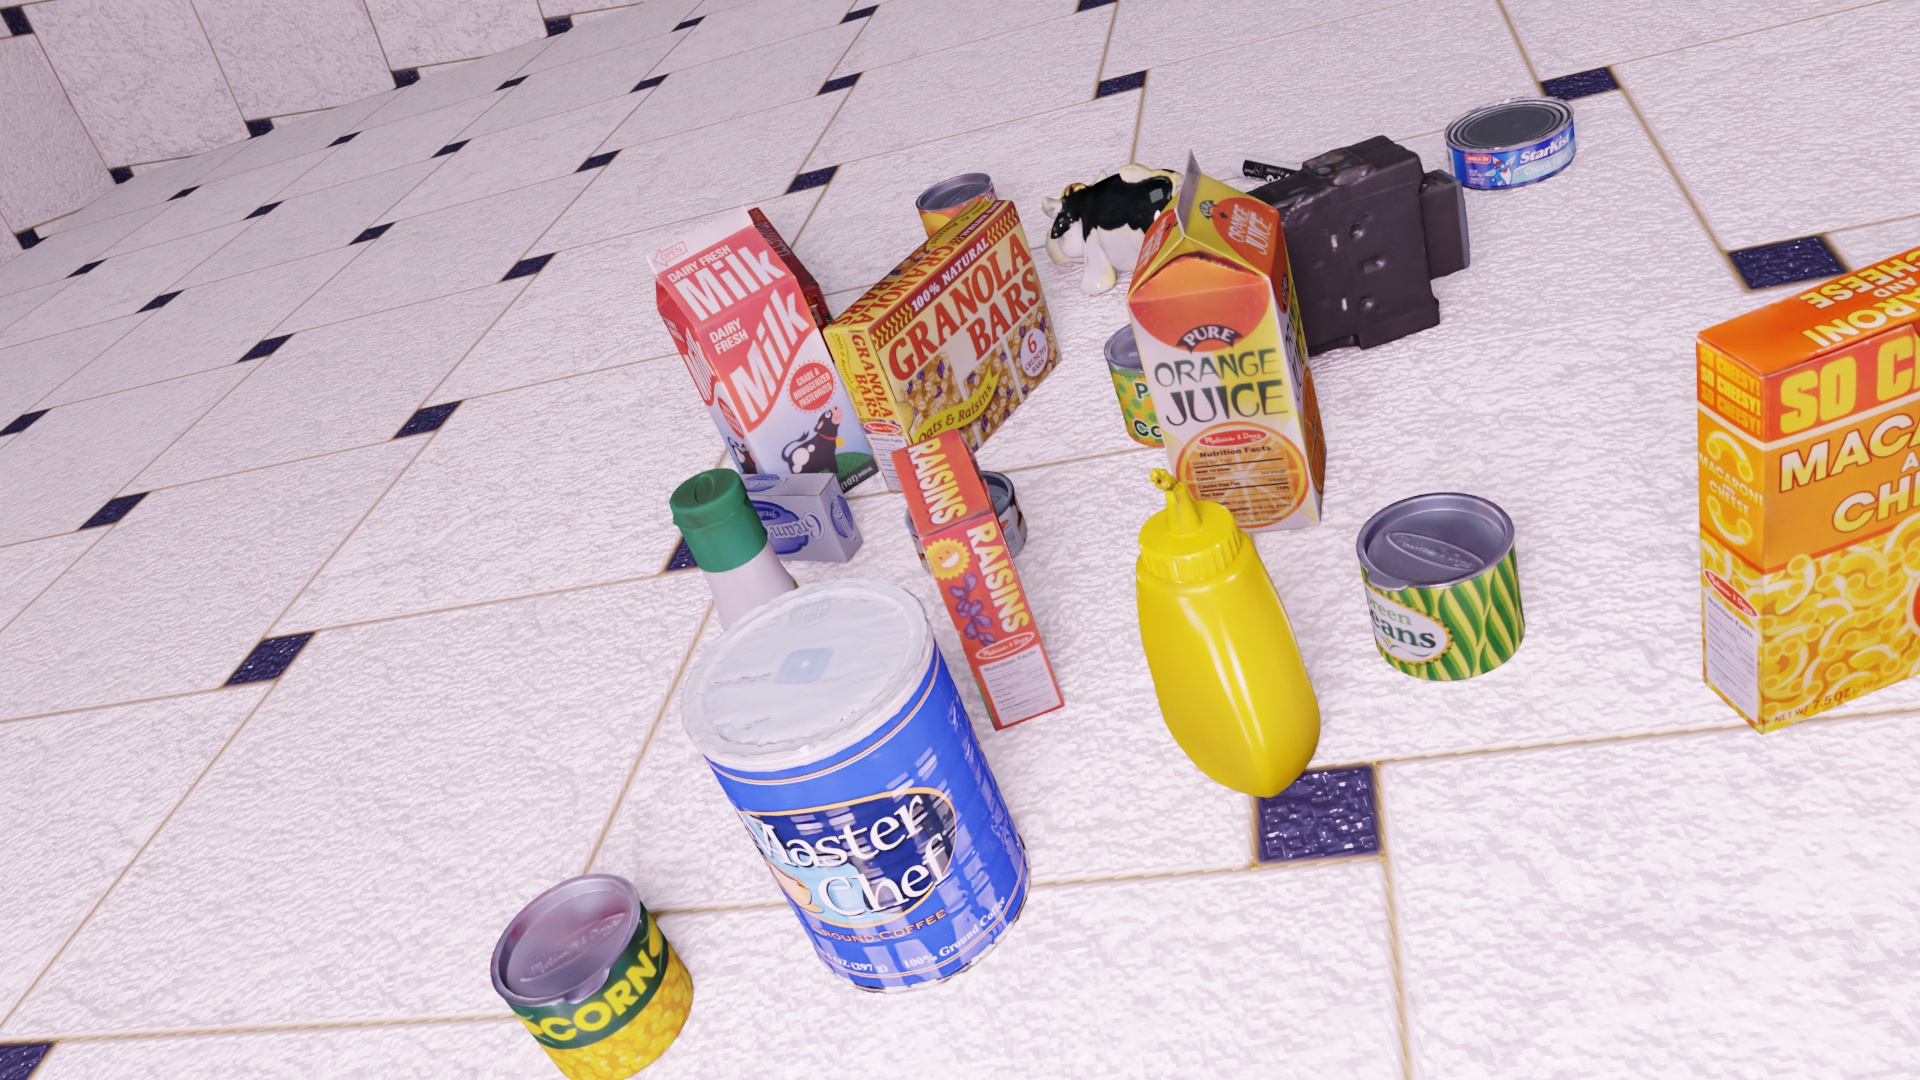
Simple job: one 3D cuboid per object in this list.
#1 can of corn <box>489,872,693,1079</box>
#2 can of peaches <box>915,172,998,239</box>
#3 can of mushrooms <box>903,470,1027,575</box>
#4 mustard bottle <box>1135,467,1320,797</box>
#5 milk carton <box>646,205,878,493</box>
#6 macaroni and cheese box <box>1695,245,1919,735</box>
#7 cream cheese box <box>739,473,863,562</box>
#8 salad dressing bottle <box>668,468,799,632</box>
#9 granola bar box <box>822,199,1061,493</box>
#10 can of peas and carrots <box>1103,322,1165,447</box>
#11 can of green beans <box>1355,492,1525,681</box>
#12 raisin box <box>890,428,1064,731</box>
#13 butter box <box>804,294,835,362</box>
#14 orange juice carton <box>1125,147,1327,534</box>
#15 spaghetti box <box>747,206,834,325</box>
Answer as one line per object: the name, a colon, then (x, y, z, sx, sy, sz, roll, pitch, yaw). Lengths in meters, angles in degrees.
can of corn: (-0.153, 0.186, 0.585, 0.071, 0.058, 0.071, -15, 33, 10)
can of peaches: (0.005, -0.263, 1.150, 0.071, 0.057, 0.071, -15, 33, 10)
can of mushrooms: (0.003, -0.010, 0.806, 0.071, 0.033, 0.071, -15, 33, 10)
mustard bottle: (0.104, 0.034, 0.569, 0.049, 0.159, 0.065, -39, 36, -25)
milk carton: (-0.129, -0.112, 0.883, 0.072, 0.189, 0.073, -33, 34, -18)
macaroni and cheese box: (0.339, -0.020, 0.510, 0.124, 0.165, 0.040, -22, 33, -1)
cream cheese box: (-0.115, -0.014, 0.858, 0.104, 0.053, 0.024, 1, 39, 30)
salad dressing bottle: (-0.099, 0.033, 0.695, 0.044, 0.147, 0.064, -20, 33, 2)
granola bar box: (-0.005, -0.126, 0.894, 0.039, 0.123, 0.166, 8, 43, 38)
can of peas and carrots: (0.126, -0.096, 0.839, 0.071, 0.058, 0.071, -15, 33, 10)
can of green beans: (0.215, 0.021, 0.621, 0.071, 0.057, 0.071, -15, 33, 10)
raisin box: (0.008, 0.018, 0.678, 0.040, 0.123, 0.086, -21, 33, 1)
butter box: (-0.149, -0.145, 1.068, 0.103, 0.053, 0.024, -24, 33, -5)
orange juice carton: (0.136, -0.099, 0.714, 0.073, 0.191, 0.072, -6, 36, 22)
spaghetti box: (-0.154, -0.231, 1.199, 0.029, 0.050, 0.251, -25, 33, -7)
